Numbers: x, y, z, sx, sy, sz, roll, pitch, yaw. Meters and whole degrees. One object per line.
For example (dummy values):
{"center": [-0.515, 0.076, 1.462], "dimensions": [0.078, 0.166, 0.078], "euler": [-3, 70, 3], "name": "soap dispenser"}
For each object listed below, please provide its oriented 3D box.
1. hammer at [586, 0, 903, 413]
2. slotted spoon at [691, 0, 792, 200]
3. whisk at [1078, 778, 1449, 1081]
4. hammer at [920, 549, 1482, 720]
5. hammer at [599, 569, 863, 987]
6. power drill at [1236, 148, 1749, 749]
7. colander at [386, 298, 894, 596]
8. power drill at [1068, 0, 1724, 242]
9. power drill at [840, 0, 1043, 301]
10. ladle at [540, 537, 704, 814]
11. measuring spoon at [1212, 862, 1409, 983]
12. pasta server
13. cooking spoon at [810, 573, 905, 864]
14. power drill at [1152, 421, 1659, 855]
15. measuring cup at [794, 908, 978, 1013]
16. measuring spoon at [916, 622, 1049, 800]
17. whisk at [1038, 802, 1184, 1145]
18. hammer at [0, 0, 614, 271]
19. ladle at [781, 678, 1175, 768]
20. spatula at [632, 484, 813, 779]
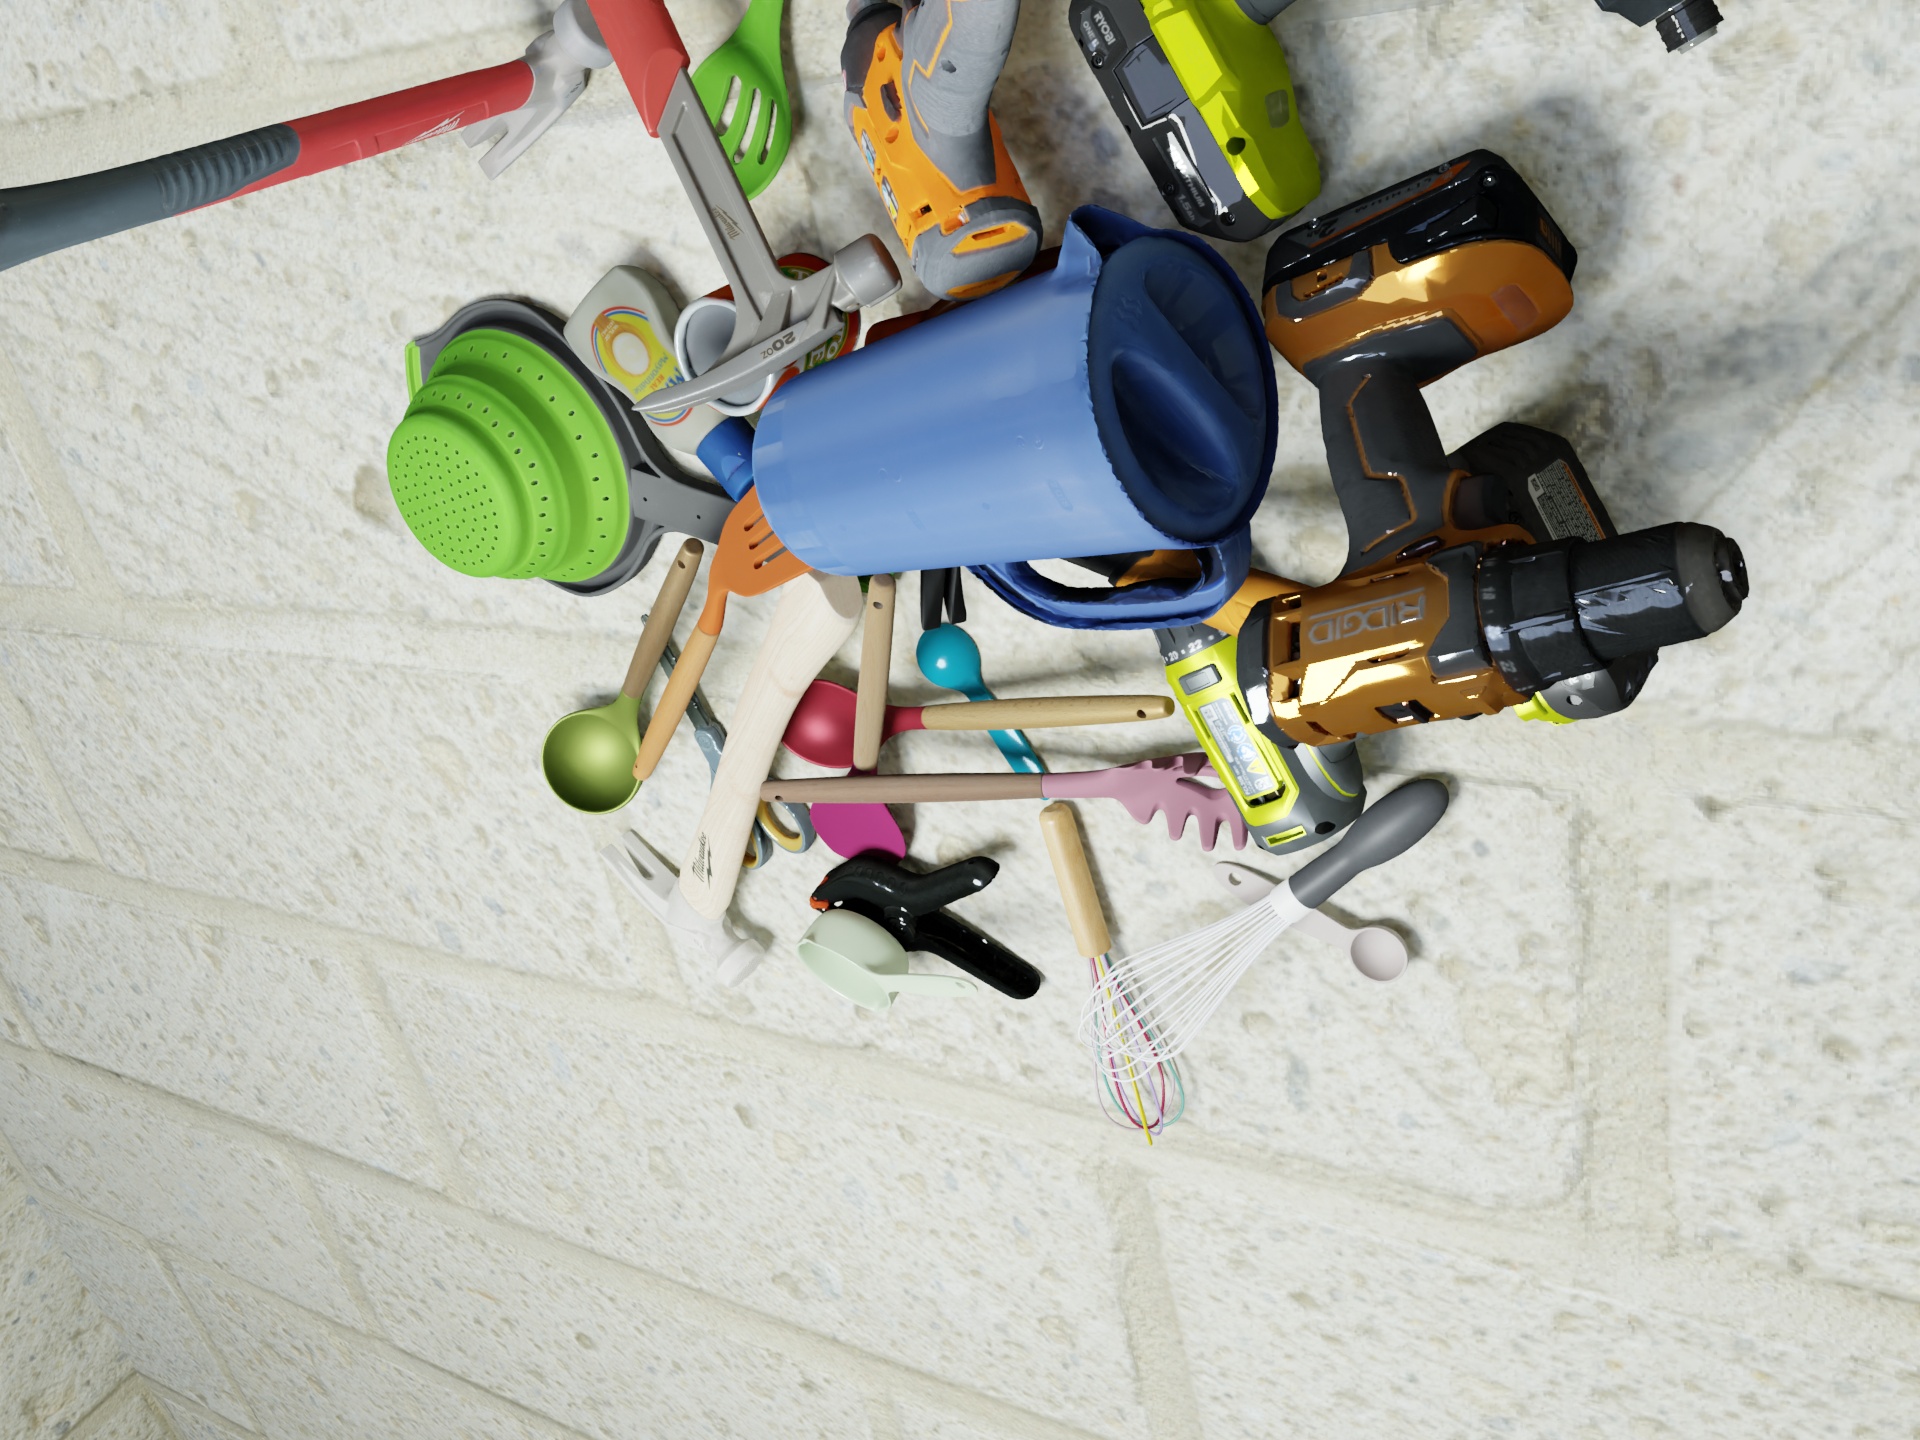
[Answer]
{"center": [-0.168, -0.339, 0.793], "dimensions": [0.149, 0.037, 0.359], "euler": [-25, 90, 14], "name": "hammer"}
{"center": [-0.077, -0.393, 0.764], "dimensions": [0.070, 0.031, 0.313], "euler": [37, 131, 11], "name": "slotted spoon"}
{"center": [0.165, 0.117, 0.900], "dimensions": [0.070, 0.070, 0.284], "euler": [45, 123, 1], "name": "whisk"}
{"center": [0.104, -0.062, 0.774], "dimensions": [0.337, 0.034, 0.127], "euler": [25, 118, 40], "name": "hammer"}
{"center": [-0.150, 0.026, 1.053], "dimensions": [0.146, 0.038, 0.410], "euler": [42, 139, 12], "name": "hammer"}
{"center": [0.201, -0.108, 0.625], "dimensions": [0.185, 0.226, 0.084], "euler": [-14, 151, 40], "name": "power drill"}
{"center": [-0.228, -0.133, 0.994], "dimensions": [0.397, 0.094, 0.204], "euler": [20, 129, 23], "name": "colander"}
{"center": [0.168, -0.293, 0.623], "dimensions": [0.223, 0.080, 0.171], "euler": [-25, 100, 40], "name": "power drill"}
{"center": [-0.010, -0.310, 0.676], "dimensions": [0.226, 0.084, 0.164], "euler": [105, 145, -67], "name": "power drill"}
{"center": [-0.218, -0.025, 1.045], "dimensions": [0.078, 0.062, 0.320], "euler": [41, 146, 0], "name": "ladle"}
{"center": [0.202, 0.111, 0.914], "dimensions": [0.124, 0.018, 0.034], "euler": [28, 121, 26], "name": "measuring spoon"}
{"center": [0.022, 0.044, 0.935], "dimensions": [0.316, 0.040, 0.060], "euler": [-2, 131, 21], "name": "pasta server"}
{"center": [-0.056, 0.011, 0.965], "dimensions": [0.069, 0.017, 0.318], "euler": [21, 148, 6], "name": "cooking spoon"}
{"center": [0.192, -0.050, 0.768], "dimensions": [0.228, 0.080, 0.190], "euler": [-26, 94, 45], "name": "power drill"}
{"center": [-0.040, 0.156, 1.039], "dimensions": [0.168, 0.038, 0.083], "euler": [-5, 134, 47], "name": "measuring cup"}
{"center": [0.014, -0.001, 0.962], "dimensions": [0.042, 0.021, 0.128], "euler": [-29, 98, 43], "name": "measuring spoon"}
{"center": [0.093, 0.165, 1.004], "dimensions": [0.051, 0.047, 0.244], "euler": [-6, 112, 31], "name": "whisk"}
{"center": [-0.328, -0.268, 0.770], "dimensions": [0.143, 0.386, 0.038], "euler": [-22, 105, 42], "name": "hammer"}
{"center": [-0.001, -0.003, 0.940], "dimensions": [0.315, 0.031, 0.069], "euler": [-2, 125, 45], "name": "ladle"}
{"center": [-0.150, -0.045, 0.970], "dimensions": [0.322, 0.041, 0.081], "euler": [-53, 48, 51], "name": "spatula"}
